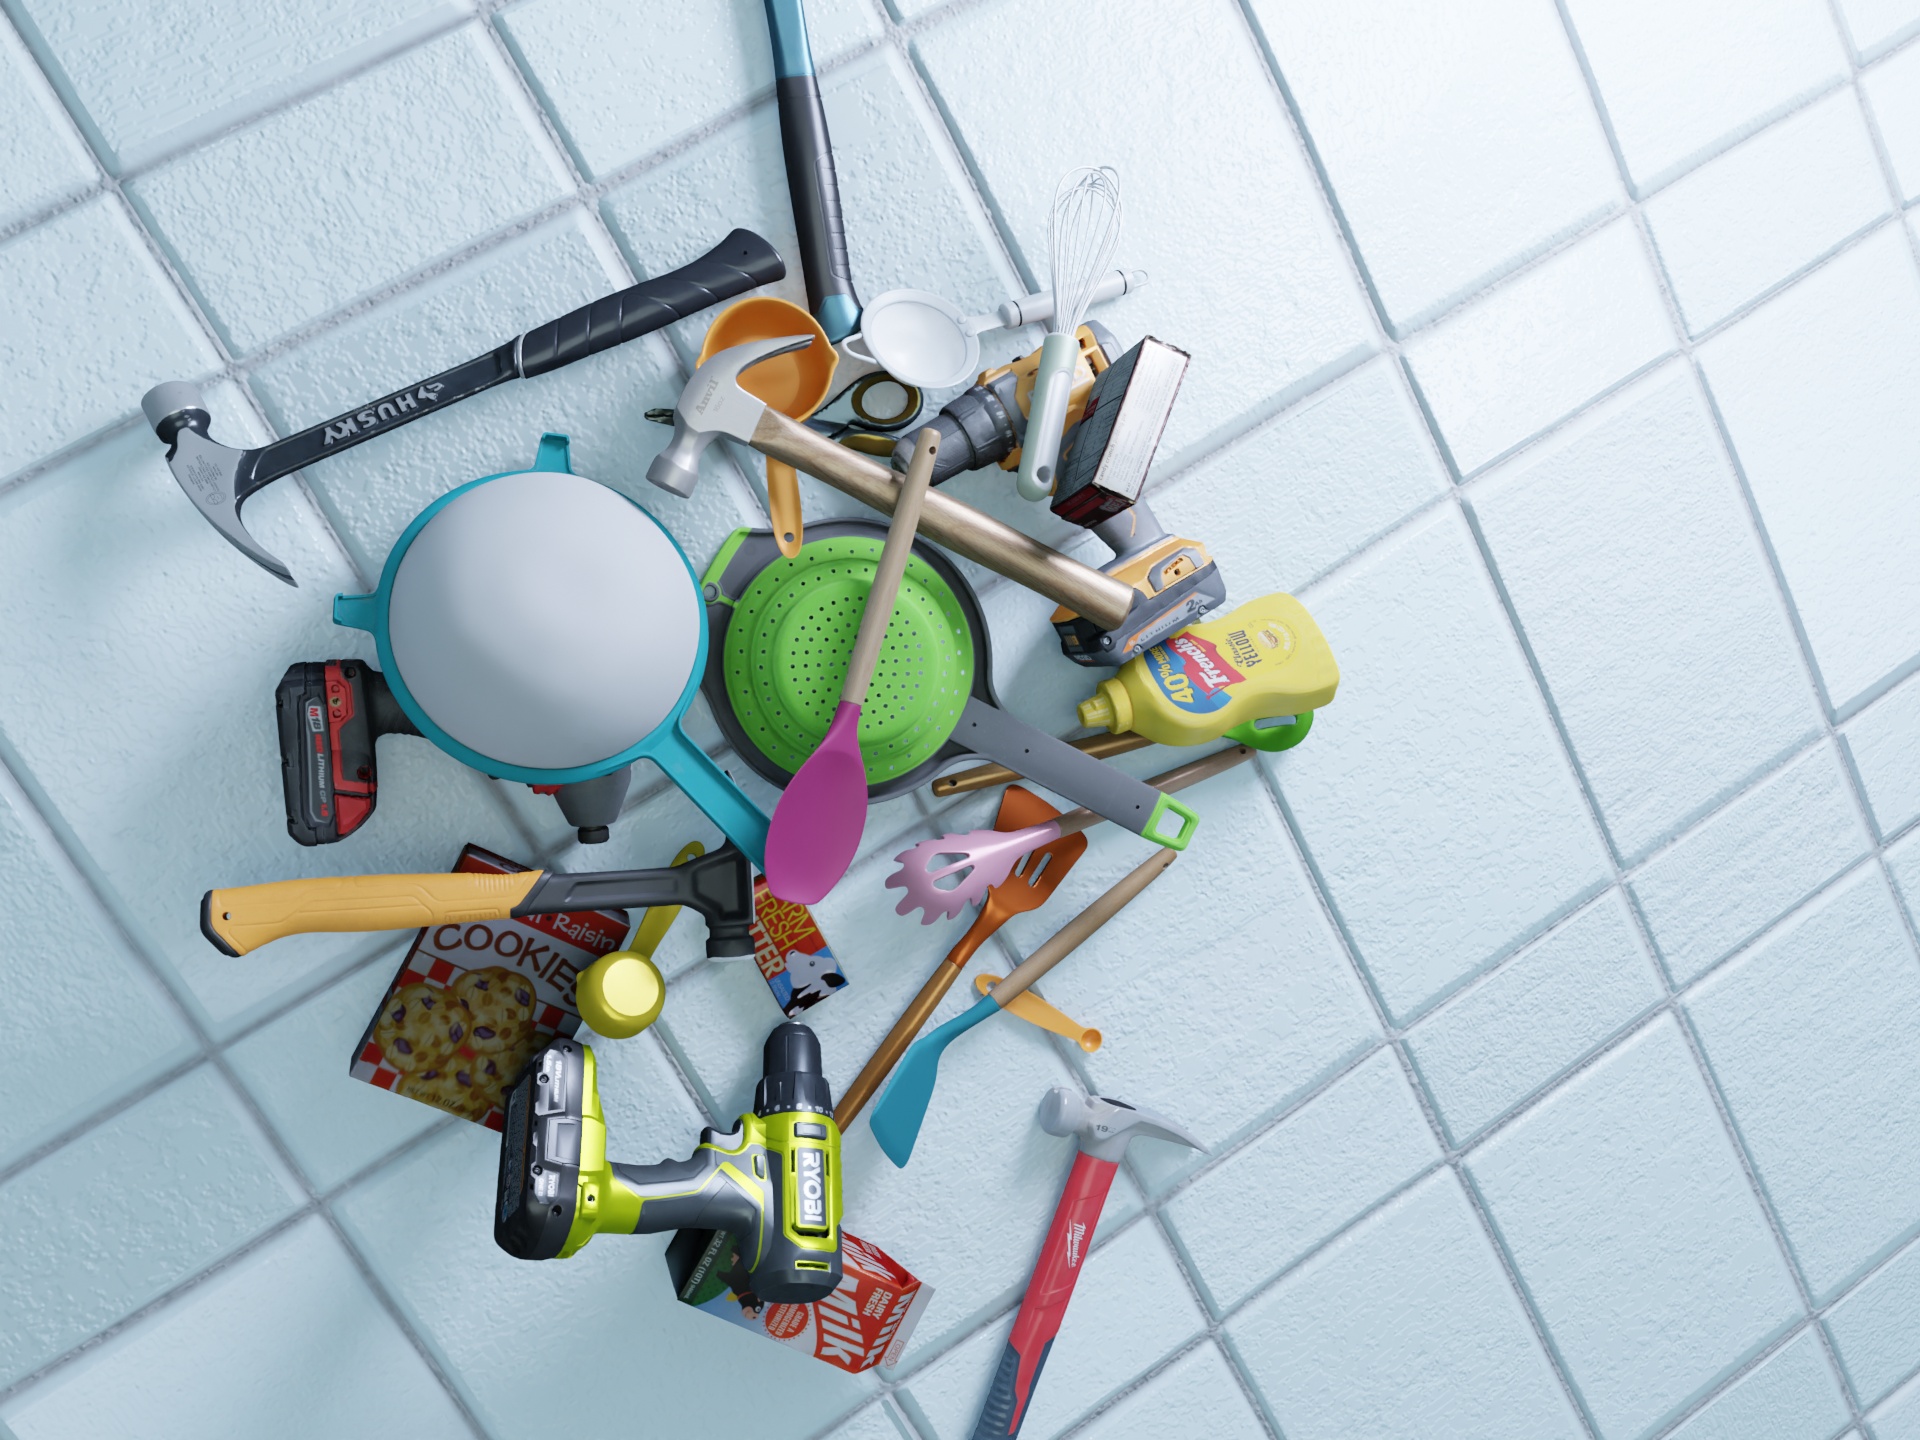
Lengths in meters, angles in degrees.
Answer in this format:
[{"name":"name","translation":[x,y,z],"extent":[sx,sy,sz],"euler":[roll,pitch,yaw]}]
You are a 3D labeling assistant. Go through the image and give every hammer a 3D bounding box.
[{"name":"hammer","translation":[-0.299,-0.225,1.028],"extent":[0.409,0.036,0.149],"euler":[-28,78,-16]},{"name":"hammer","translation":[0.070,0.484,1.244],"extent":[0.143,0.038,0.386],"euler":[20,91,-20]},{"name":"hammer","translation":[-0.300,0.104,1.015],"extent":[0.336,0.034,0.127],"euler":[-3,84,-19]},{"name":"hammer","translation":[-0.108,-0.422,1.080],"extent":[0.128,0.033,0.331],"euler":[-12,100,-16]},{"name":"hammer","translation":[-0.031,-0.146,1.057],"extent":[0.331,0.031,0.130],"euler":[25,86,-14]}]

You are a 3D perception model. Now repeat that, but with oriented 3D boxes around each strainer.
[{"name":"strainer","translation":[-0.210,-0.025,0.997],"extent":[0.340,0.095,0.211],"euler":[46,66,-4]},{"name":"strainer","translation":[0.028,-0.284,1.131],"extent":[0.258,0.050,0.087],"euler":[-22,73,-21]}]

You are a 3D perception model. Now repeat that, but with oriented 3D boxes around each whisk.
[{"name":"whisk","translation":[0.072,-0.267,1.090],"extent":[0.057,0.059,0.246],"euler":[18,79,-36]}]

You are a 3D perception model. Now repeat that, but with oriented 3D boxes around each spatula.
[{"name":"spatula","translation":[-0.020,0.199,1.190],"extent":[0.081,0.041,0.322],"euler":[36,90,-16]},{"name":"spatula","translation":[0.052,0.202,1.192],"extent":[0.317,0.044,0.082],"euler":[-39,138,-15]}]

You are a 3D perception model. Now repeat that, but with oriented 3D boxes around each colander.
[{"name":"colander","translation":[-0.002,-0.004,1.098],"extent":[0.397,0.094,0.204],"euler":[27,89,-8]}]

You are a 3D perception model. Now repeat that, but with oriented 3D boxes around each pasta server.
[{"name":"pasta server","translation":[0.091,0.073,1.189],"extent":[0.316,0.040,0.060],"euler":[-20,79,-24]}]

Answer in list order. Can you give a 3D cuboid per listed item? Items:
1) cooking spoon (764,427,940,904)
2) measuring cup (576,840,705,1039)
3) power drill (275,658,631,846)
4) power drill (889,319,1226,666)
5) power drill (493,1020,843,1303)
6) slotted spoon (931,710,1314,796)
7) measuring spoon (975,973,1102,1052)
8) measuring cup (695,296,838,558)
[{"name":"cooking spoon","translation":[-0.063,-0.036,1.028],"extent":[0.068,0.017,0.319],"euler":[18,88,-35]},{"name":"measuring cup","translation":[-0.207,0.143,1.082],"extent":[0.062,0.029,0.157],"euler":[34,56,-15]},{"name":"power drill","translation":[-0.327,0.020,1.049],"extent":[0.219,0.078,0.143],"euler":[-5,98,-19]},{"name":"power drill","translation":[0.070,-0.149,1.141],"extent":[0.185,0.084,0.226],"euler":[-31,100,-16]},{"name":"power drill","translation":[-0.186,0.285,1.074],"extent":[0.228,0.080,0.191],"euler":[14,51,-26]},{"name":"slotted spoon","translation":[0.129,0.016,1.208],"extent":[0.313,0.031,0.070],"euler":[-13,77,-12]},{"name":"measuring spoon","translation":[0.059,0.224,1.225],"extent":[0.117,0.011,0.021],"euler":[30,83,-14]},{"name":"measuring cup","translation":[-0.128,-0.194,1.075],"extent":[0.095,0.052,0.173],"euler":[-7,93,-14]}]
